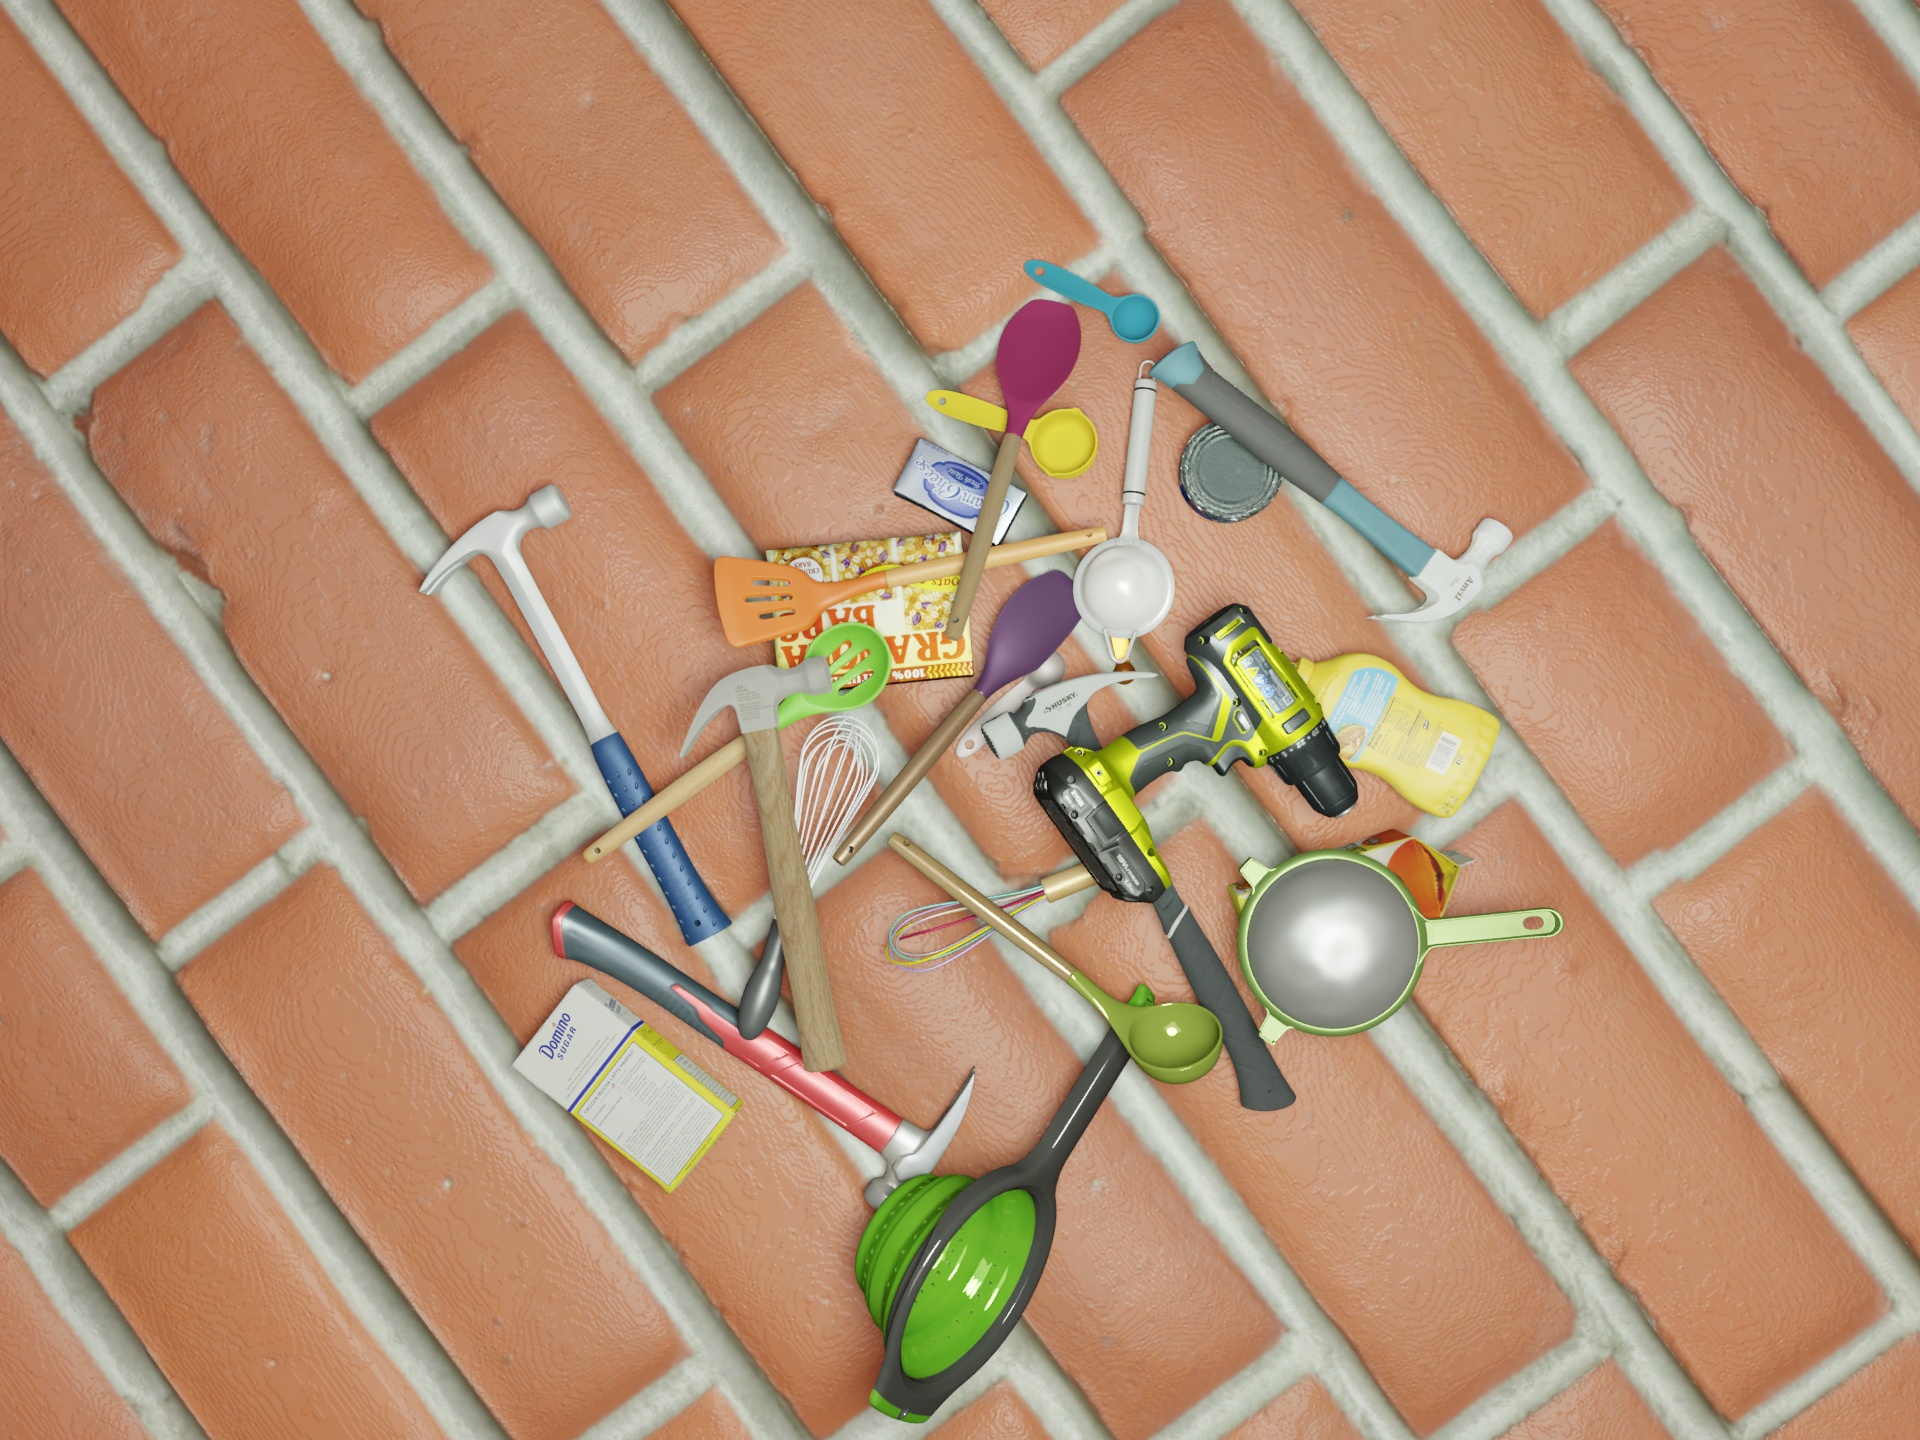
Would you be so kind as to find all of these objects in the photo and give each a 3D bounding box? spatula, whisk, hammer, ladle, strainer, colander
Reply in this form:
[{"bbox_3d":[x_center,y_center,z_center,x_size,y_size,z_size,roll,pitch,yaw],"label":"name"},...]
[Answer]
[{"bbox_3d":[-0.002,-0.004,1.312,0.059,0.018,0.316,43,73,-10],"label":"spatula"},{"bbox_3d":[-0.038,-0.124,1.306,0.322,0.041,0.081,-12,74,0],"label":"spatula"},{"bbox_3d":[0.050,0.150,1.347,0.245,0.047,0.051,-22,94,-2],"label":"whisk"},{"bbox_3d":[0.175,0.147,1.325,0.149,0.036,0.409,-29,96,-6],"label":"hammer"},{"bbox_3d":[-0.143,0.120,1.287,0.130,0.031,0.331,-11,91,2],"label":"hammer"},{"bbox_3d":[0.074,0.185,1.296,0.320,0.078,0.062,37,136,5],"label":"ladle"},{"bbox_3d":[-0.315,0.009,1.360,0.144,0.035,0.405,-28,89,2],"label":"hammer"},{"bbox_3d":[-0.132,0.130,1.330,0.070,0.070,0.284,18,87,2],"label":"whisk"},{"bbox_3d":[0.295,-0.200,1.309,0.331,0.033,0.128,37,86,-8],"label":"hammer"},{"bbox_3d":[0.349,0.173,1.246,0.256,0.069,0.151,-6,90,4],"label":"strainer"},{"bbox_3d":[0.026,0.376,1.320,0.095,0.204,0.397,24,73,35],"label":"colander"},{"bbox_3d":[-0.175,0.258,1.355,0.386,0.038,0.143,33,90,2],"label":"hammer"},{"bbox_3d":[0.143,-0.179,1.337,0.087,0.050,0.258,5,84,16],"label":"strainer"}]

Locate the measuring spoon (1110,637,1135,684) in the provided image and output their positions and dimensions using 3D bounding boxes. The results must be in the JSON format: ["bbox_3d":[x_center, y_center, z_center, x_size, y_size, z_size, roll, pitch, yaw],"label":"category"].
[{"bbox_3d":[0.134,-0.088,1.355,0.021,0.011,0.117,-7,90,2],"label":"measuring spoon"}]

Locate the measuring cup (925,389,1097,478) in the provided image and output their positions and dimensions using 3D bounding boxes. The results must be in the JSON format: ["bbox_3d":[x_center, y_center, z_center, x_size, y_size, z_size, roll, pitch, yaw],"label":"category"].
[{"bbox_3d":[0.044,-0.250,1.356,0.156,0.029,0.062,22,87,14],"label":"measuring cup"}]

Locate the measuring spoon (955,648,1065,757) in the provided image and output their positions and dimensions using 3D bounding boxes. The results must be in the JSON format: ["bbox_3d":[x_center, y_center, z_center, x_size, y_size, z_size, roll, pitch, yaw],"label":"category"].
[{"bbox_3d":[0.041,-0.013,1.355,0.034,0.018,0.124,45,92,1],"label":"measuring spoon"}]

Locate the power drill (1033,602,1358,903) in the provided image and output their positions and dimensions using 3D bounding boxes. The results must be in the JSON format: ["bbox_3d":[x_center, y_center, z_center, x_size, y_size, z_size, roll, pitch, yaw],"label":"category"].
[{"bbox_3d":[0.192,0.043,1.268,0.228,0.080,0.190,-36,94,-9],"label":"power drill"}]

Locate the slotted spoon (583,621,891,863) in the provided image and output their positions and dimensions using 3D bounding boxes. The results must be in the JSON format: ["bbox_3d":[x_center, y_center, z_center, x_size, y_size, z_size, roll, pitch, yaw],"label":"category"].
[{"bbox_3d":[-0.188,0.024,1.322,0.314,0.031,0.070,-36,91,5],"label":"slotted spoon"}]

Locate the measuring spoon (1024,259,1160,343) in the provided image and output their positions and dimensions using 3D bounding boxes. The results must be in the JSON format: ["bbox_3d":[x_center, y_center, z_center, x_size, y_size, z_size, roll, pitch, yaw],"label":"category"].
[{"bbox_3d":[0.111,-0.359,1.356,0.128,0.021,0.042,30,87,11],"label":"measuring spoon"}]

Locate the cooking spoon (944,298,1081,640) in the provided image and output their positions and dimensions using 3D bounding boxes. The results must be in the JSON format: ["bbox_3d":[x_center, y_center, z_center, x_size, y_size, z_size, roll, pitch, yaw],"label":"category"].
[{"bbox_3d":[0.036,-0.211,1.314,0.069,0.017,0.319,14,73,9],"label":"cooking spoon"}]
